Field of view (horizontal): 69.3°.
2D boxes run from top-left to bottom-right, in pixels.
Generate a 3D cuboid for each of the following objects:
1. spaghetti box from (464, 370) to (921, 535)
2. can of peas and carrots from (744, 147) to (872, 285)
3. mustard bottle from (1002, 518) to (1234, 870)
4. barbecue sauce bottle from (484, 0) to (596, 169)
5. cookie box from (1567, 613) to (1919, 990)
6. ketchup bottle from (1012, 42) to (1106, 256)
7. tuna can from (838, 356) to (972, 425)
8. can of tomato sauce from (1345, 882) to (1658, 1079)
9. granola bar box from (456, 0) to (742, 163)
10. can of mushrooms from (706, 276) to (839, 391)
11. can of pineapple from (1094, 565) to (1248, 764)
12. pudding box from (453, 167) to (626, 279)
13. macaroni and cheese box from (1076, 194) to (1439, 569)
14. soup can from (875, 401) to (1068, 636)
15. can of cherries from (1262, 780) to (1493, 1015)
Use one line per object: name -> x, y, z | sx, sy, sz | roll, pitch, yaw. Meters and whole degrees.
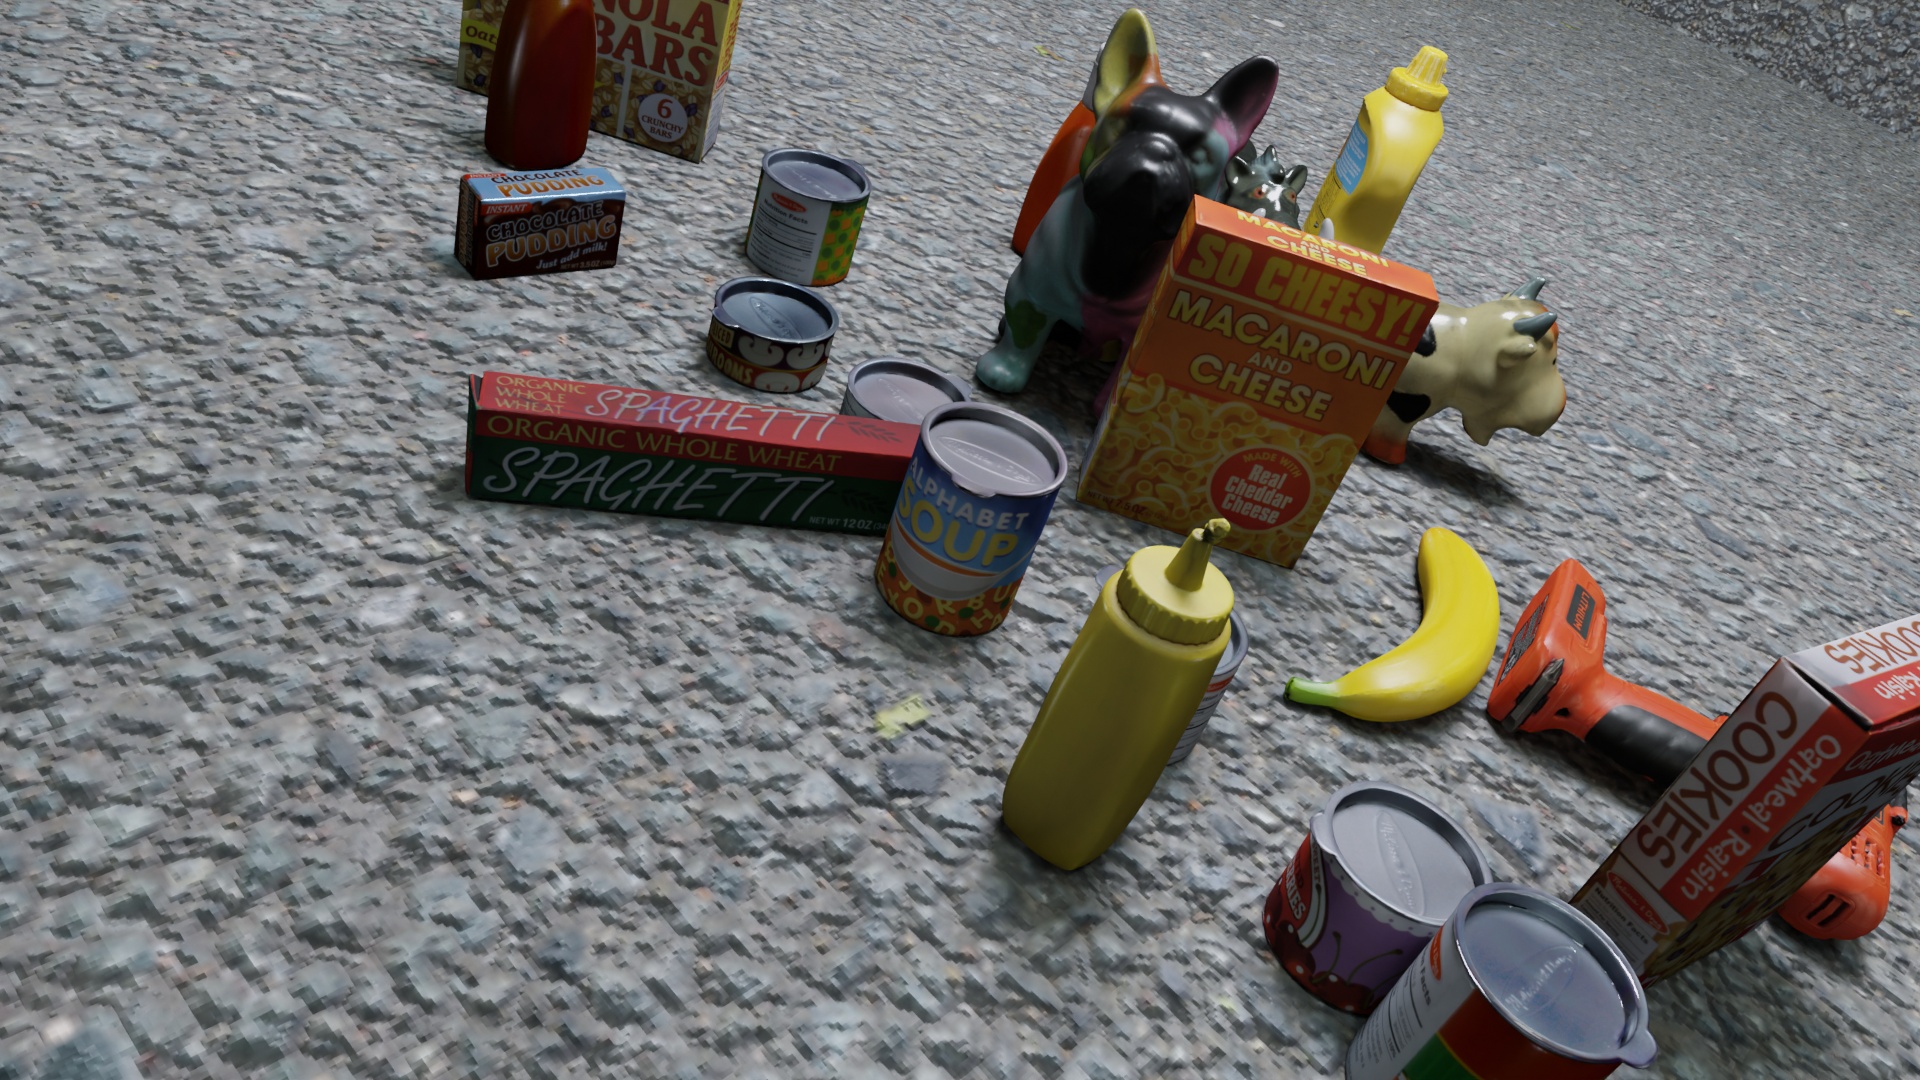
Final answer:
spaghetti box -> -0.094, -0.035, 0.631 | 0.250, 0.049, 0.029 | 5, 38, -20
can of peas and carrots -> -0.091, -0.195, 0.834 | 0.071, 0.058, 0.071 | 13, 36, -10
mustard bottle -> 0.062, 0.050, 0.502 | 0.049, 0.159, 0.065 | 34, 38, 18
barbecue sauce bottle -> -0.242, -0.295, 0.815 | 0.044, 0.147, 0.065 | 35, 38, 19
cookie box -> 0.318, 0.106, 0.545 | 0.123, 0.166, 0.040 | -8, 44, -33
ketchup bottle -> 0.084, -0.248, 0.910 | 0.065, 0.148, 0.044 | 29, 37, 12
tuna can -> -0.027, -0.063, 0.715 | 0.071, 0.032, 0.071 | 13, 36, -10
can of tomato sauce -> 0.180, 0.169, 0.469 | 0.071, 0.082, 0.071 | 13, 36, -10
granola bar box -> -0.230, -0.326, 0.883 | 0.166, 0.123, 0.039 | 17, 36, -5
can of mushrooms -> -0.102, -0.110, 0.739 | 0.071, 0.033, 0.071 | 13, 36, -10
can of pineapple -> 0.080, 0.052, 0.595 | 0.071, 0.057, 0.071 | 13, 36, -10
pudding box -> -0.225, -0.172, 0.747 | 0.084, 0.049, 0.030 | -16, 49, -39
macaroni and cheese box -> 0.144, -0.076, 0.700 | 0.124, 0.165, 0.040 | 17, 36, -4
soup can -> 0.002, -0.008, 0.614 | 0.071, 0.083, 0.072 | 13, 36, -10
can of cherries -> 0.153, 0.134, 0.523 | 0.071, 0.058, 0.072 | 13, 36, -10
